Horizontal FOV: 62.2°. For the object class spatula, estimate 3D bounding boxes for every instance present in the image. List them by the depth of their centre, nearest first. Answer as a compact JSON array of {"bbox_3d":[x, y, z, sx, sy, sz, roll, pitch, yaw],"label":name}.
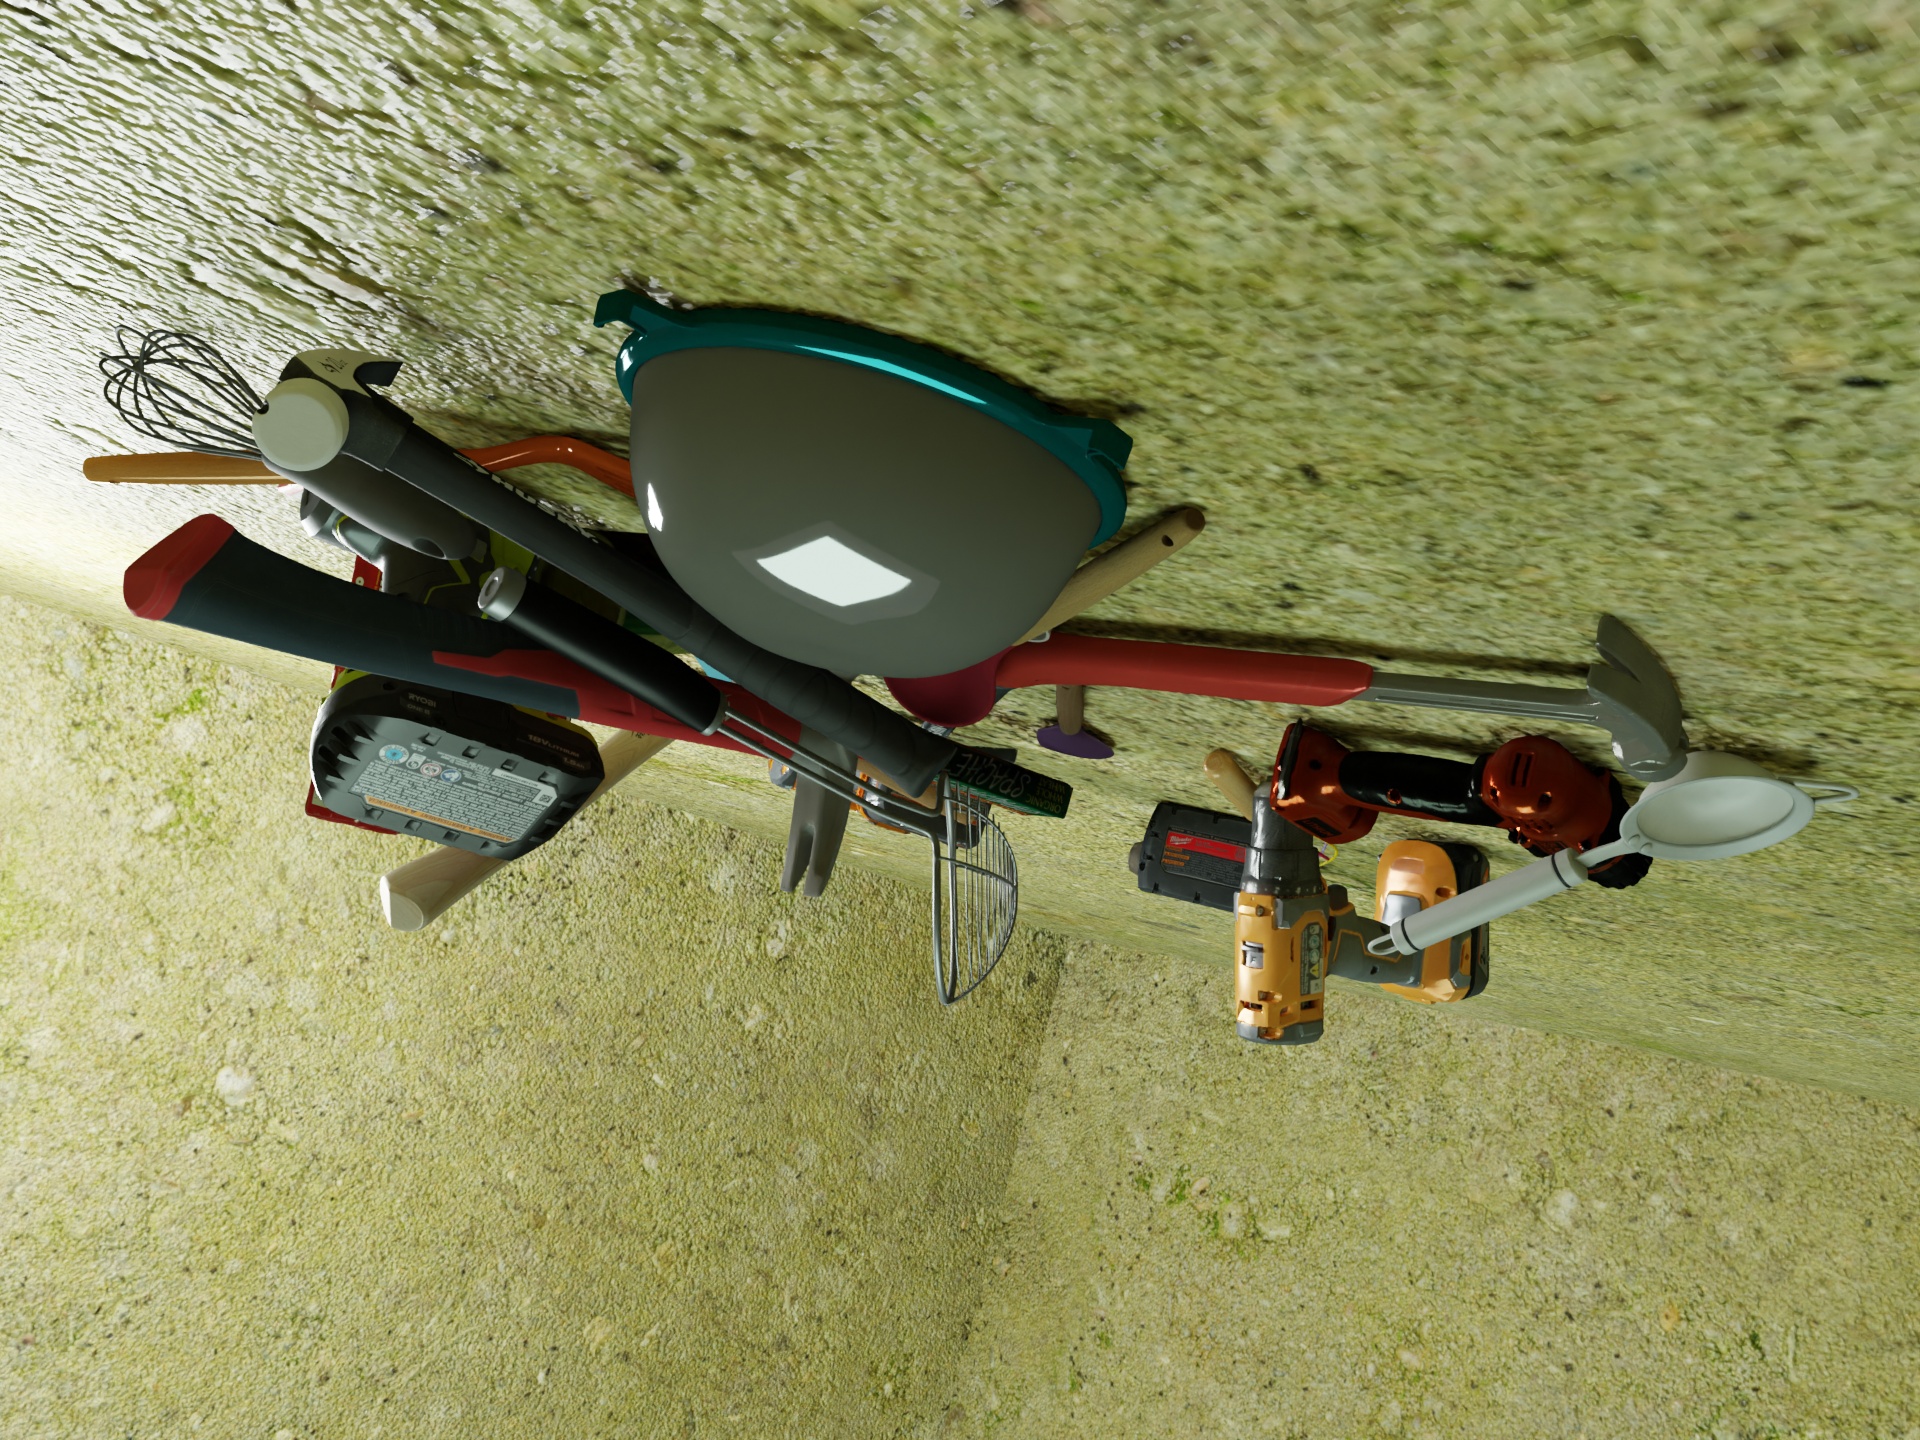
[{"bbox_3d":[-0.275,-0.117,0.781,0.322,0.041,0.081,0,172,4],"label":"spatula"},{"bbox_3d":[0.077,-0.001,1.079,0.060,0.018,0.315,13,171,7],"label":"spatula"},{"bbox_3d":[-0.091,0.006,1.189,0.082,0.044,0.317,9,162,48],"label":"spatula"}]

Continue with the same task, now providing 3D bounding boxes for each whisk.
[{"bbox_3d":[-0.315,-0.129,0.739,0.239,0.055,0.055,27,175,20],"label":"whisk"},{"bbox_3d":[0.231,0.071,1.183,0.047,0.051,0.244,17,167,33],"label":"whisk"}]

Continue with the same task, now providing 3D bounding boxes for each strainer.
[{"bbox_3d":[-0.049,-0.058,0.695,0.211,0.095,0.340,15,168,1],"label":"strainer"},{"bbox_3d":[0.315,0.069,0.806,0.086,0.050,0.258,29,133,-35],"label":"strainer"}]

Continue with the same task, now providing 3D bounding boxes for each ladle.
[{"bbox_3d":[0.034,-0.049,0.769,0.069,0.031,0.315,44,157,-9],"label":"ladle"}]

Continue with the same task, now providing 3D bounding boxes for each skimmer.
[{"bbox_3d":[-0.095,0.035,0.794,0.090,0.127,0.363,-28,135,35],"label":"skimmer"}]

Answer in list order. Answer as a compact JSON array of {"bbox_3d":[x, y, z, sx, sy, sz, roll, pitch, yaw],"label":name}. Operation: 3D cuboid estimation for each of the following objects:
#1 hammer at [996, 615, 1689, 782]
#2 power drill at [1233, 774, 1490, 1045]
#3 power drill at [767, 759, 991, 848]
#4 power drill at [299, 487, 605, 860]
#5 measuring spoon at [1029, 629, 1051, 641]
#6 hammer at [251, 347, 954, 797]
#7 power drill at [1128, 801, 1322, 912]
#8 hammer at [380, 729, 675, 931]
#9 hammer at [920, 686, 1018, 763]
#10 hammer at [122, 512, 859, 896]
[{"bbox_3d":[0.155,-0.023,0.777,0.359,0.037,0.149,8,168,37],"label":"hammer"},{"bbox_3d":[0.287,0.129,1.153,0.226,0.185,0.084,-1,-178,-36],"label":"power drill"},{"bbox_3d":[-0.061,0.060,1.464,0.164,0.084,0.227,20,173,-31],"label":"power drill"},{"bbox_3d":[-0.253,-0.043,0.847,0.190,0.229,0.080,23,126,-35],"label":"power drill"},{"bbox_3d":[-0.009,-0.072,0.835,0.124,0.018,0.034,21,163,6],"label":"measuring spoon"},{"bbox_3d":[-0.141,-0.058,0.705,0.334,0.035,0.146,32,-170,-22],"label":"hammer"},{"bbox_3d":[0.225,0.134,1.459,0.188,0.080,0.226,12,173,23],"label":"power drill"},{"bbox_3d":[-0.279,0.051,1.202,0.146,0.038,0.411,13,-154,17],"label":"hammer"},{"bbox_3d":[-0.002,-0.004,1.137,0.149,0.036,0.409,15,170,-6],"label":"hammer"},{"bbox_3d":[-0.188,-0.005,0.738,0.038,0.143,0.386,4,173,40],"label":"hammer"}]
